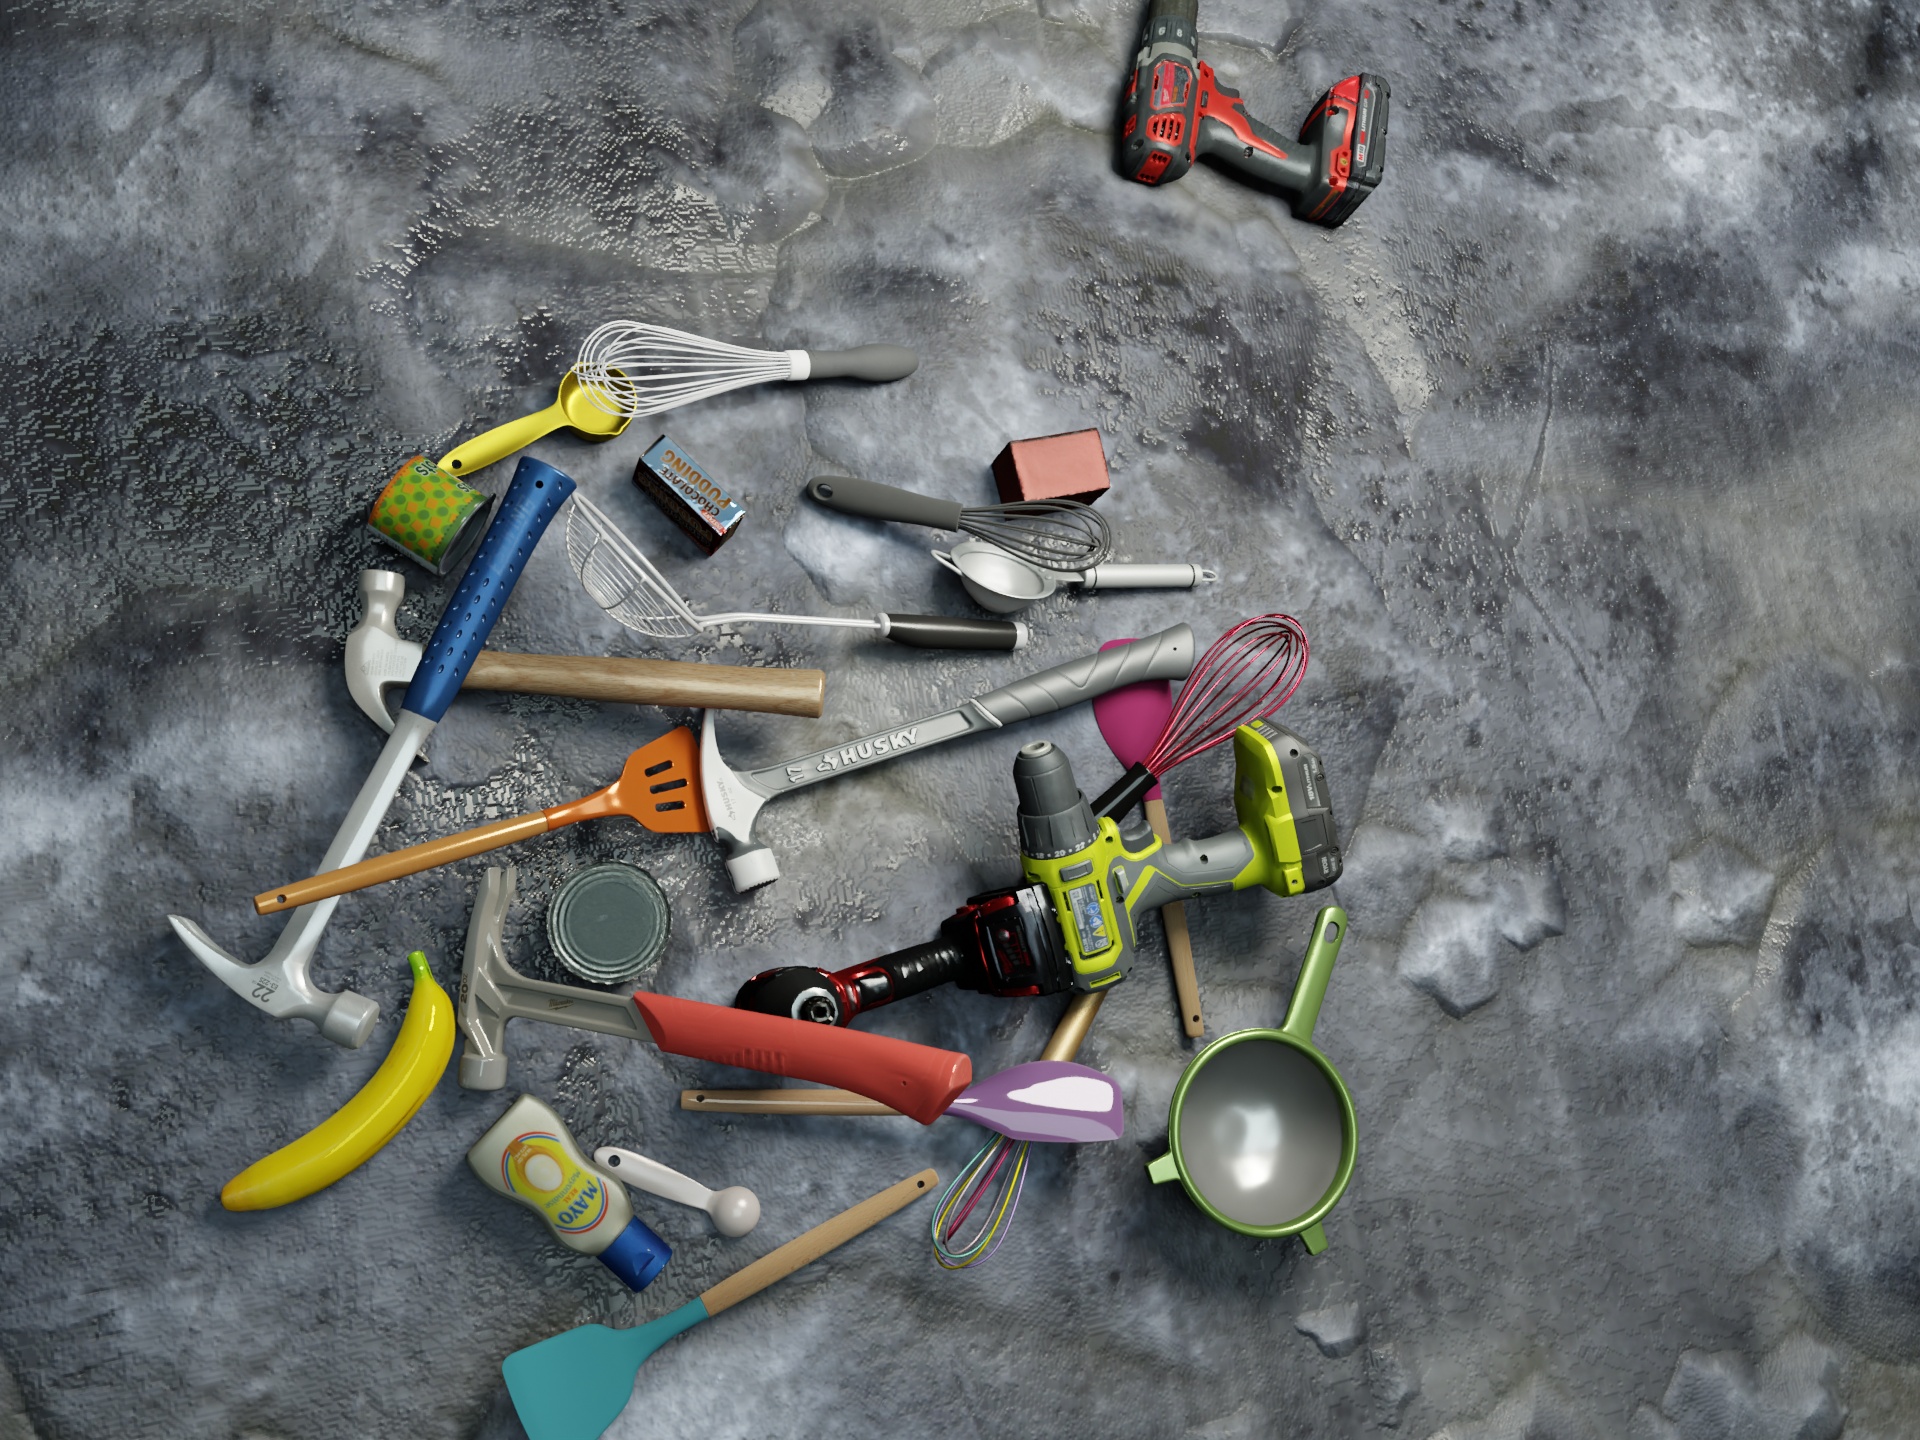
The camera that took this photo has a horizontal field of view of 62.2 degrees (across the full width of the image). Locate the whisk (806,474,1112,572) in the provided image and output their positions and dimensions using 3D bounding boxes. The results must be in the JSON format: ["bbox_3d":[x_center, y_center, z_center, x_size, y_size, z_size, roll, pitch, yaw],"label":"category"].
[{"bbox_3d":[-0.002,-0.158,1.217,0.239,0.055,0.055,12,75,5],"label":"whisk"}]

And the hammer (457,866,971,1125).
[{"bbox_3d":[-0.164,0.189,1.016,0.359,0.036,0.149,6,87,21],"label":"hammer"}]

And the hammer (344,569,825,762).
[{"bbox_3d":[-0.262,-0.028,1.122,0.331,0.031,0.130,4,80,-7],"label":"hammer"}]

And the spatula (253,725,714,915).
[{"bbox_3d":[-0.304,0.076,1.062,0.322,0.041,0.081,-17,89,-33],"label":"spatula"}]

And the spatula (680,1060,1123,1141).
[{"bbox_3d":[-0.039,0.271,1.133,0.316,0.018,0.060,2,61,-7],"label":"spatula"}]

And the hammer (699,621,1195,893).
[{"bbox_3d":[-0.002,-0.004,1.206,0.409,0.036,0.149,-18,81,-18],"label":"hammer"}]

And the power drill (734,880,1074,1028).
[{"bbox_3d":[-0.041,0.179,1.109,0.219,0.143,0.078,-14,85,-21],"label":"power drill"}]

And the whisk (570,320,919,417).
[{"bbox_3d":[-0.153,-0.266,1.198,0.284,0.070,0.070,-9,81,-31],"label":"whisk"}]

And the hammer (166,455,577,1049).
[{"bbox_3d":[-0.374,0.004,1.067,0.144,0.035,0.405,25,78,-3],"label":"hammer"}]

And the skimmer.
[{"bbox_3d":[-0.107,-0.100,1.158,0.363,0.127,0.090,3,112,-26],"label":"skimmer"}]

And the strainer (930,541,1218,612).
[{"bbox_3d":[0.093,-0.112,1.263,0.258,0.050,0.087,-3,36,-22],"label":"strainer"}]

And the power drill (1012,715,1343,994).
[{"bbox_3d":[0.153,0.081,1.175,0.228,0.080,0.190,-18,109,-8],"label":"power drill"}]

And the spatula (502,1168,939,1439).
[{"bbox_3d":[-0.149,0.389,1.085,0.317,0.044,0.082,-25,83,-21],"label":"spatula"}]

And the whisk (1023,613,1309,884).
[{"bbox_3d":[0.157,0.026,1.227,0.296,0.073,0.073,-44,93,-5],"label":"whisk"}]

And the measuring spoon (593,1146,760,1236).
[{"bbox_3d":[-0.195,0.323,1.098,0.124,0.018,0.034,26,73,-9],"label":"measuring spoon"}]

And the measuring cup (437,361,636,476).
[{"bbox_3d":[-0.312,-0.212,1.172,0.156,0.029,0.062,-30,88,-17],"label":"measuring cup"}]

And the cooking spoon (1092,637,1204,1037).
[{"bbox_3d":[0.156,0.089,1.251,0.068,0.017,0.319,-6,79,-17],"label":"cooking spoon"}]

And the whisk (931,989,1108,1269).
[{"bbox_3d":[0.045,0.288,1.168,0.051,0.047,0.245,34,67,-6],"label":"whisk"}]

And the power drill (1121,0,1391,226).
[{"bbox_3d":[0.252,-0.539,1.383,0.226,0.080,0.188,11,75,-11],"label":"power drill"}]

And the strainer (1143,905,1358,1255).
[{"bbox_3d":[0.236,0.262,1.212,0.151,0.069,0.256,25,72,-8],"label":"strainer"}]
